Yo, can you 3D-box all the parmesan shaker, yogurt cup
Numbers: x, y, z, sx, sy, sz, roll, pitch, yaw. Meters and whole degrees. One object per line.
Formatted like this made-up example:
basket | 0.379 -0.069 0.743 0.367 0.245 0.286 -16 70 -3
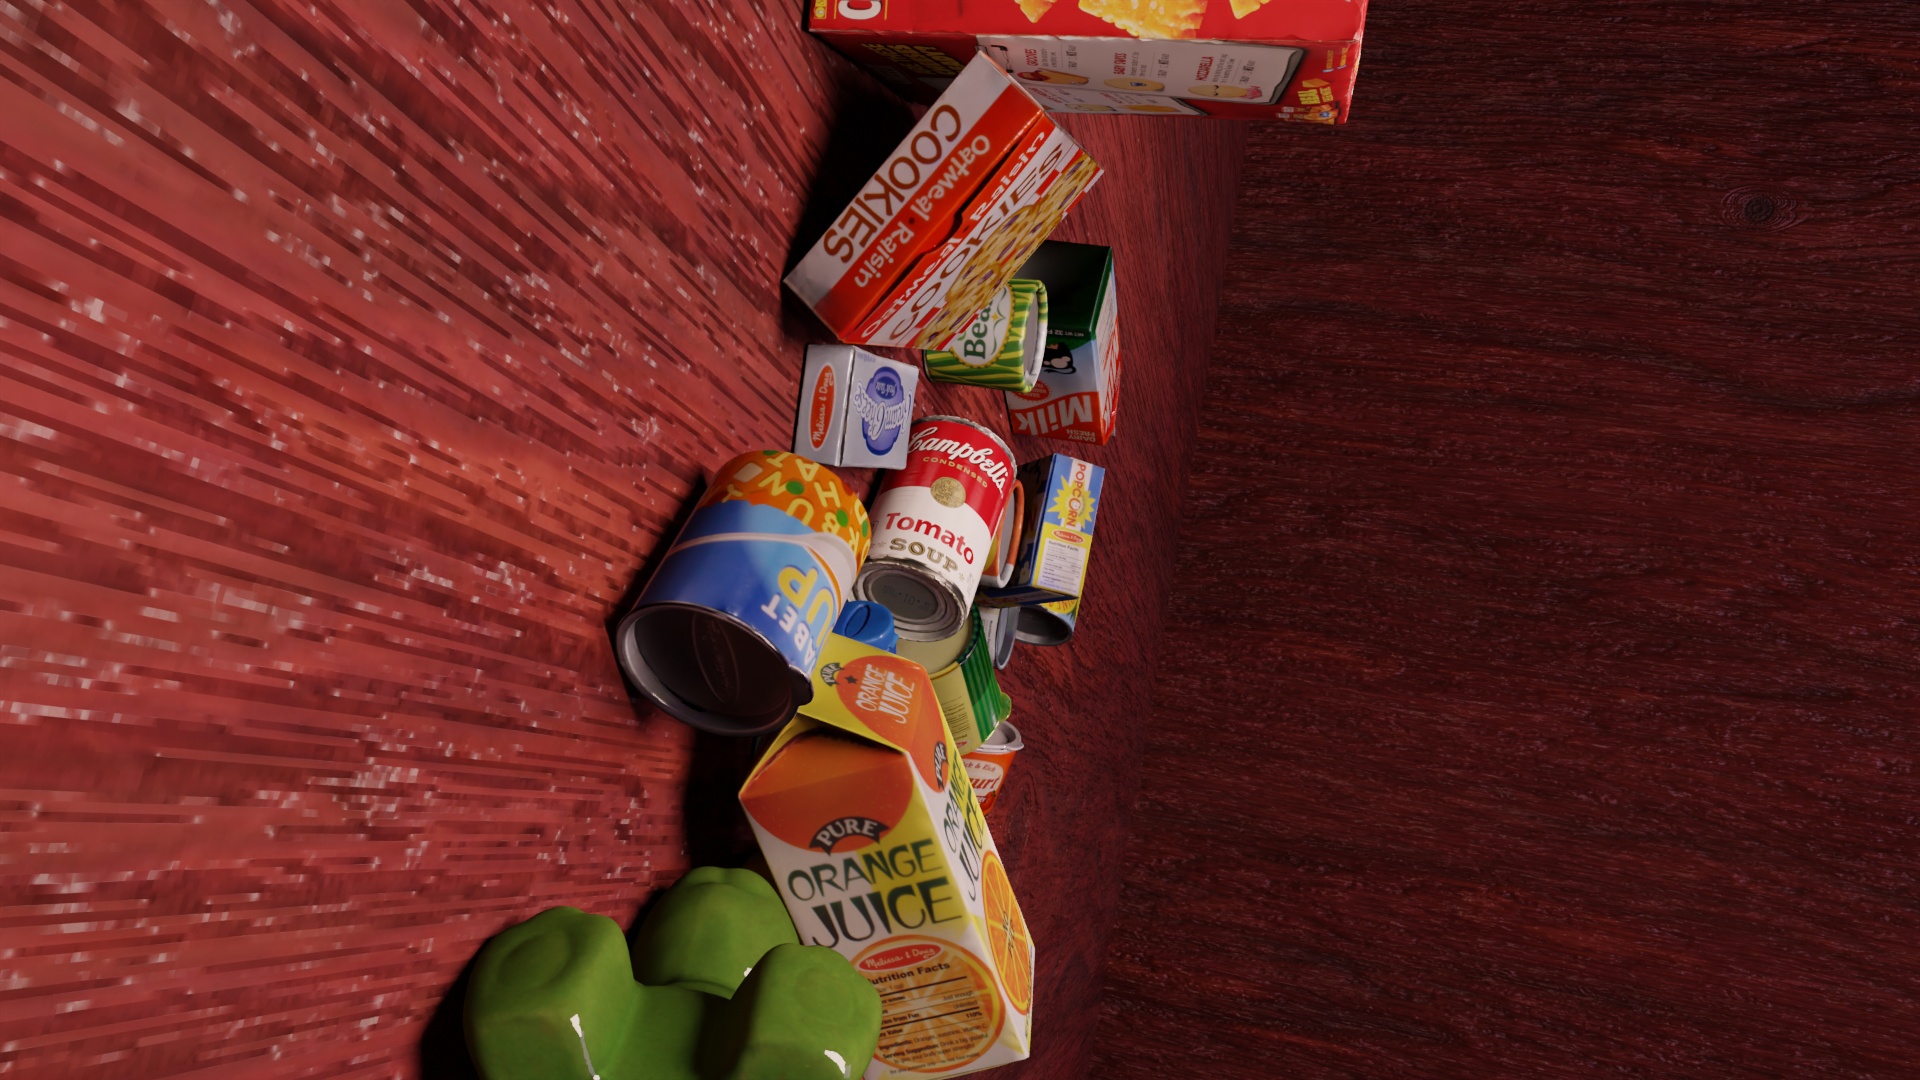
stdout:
parmesan shaker | -0.011 0.072 0.785 0.102 0.071 0.071 77 25 -57
yogurt cup | 0.000 0.143 0.902 0.072 0.072 0.053 -32 137 -73

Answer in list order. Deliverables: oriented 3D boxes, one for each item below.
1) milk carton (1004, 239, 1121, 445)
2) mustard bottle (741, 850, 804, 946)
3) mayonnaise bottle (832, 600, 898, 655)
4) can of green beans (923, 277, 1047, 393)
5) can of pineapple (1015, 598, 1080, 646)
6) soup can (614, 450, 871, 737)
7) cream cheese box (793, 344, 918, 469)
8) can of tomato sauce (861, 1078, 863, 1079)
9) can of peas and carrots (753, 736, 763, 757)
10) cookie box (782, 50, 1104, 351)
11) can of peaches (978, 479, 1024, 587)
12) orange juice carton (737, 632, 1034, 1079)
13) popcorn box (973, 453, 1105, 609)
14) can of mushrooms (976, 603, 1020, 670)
milk carton | 0.074 -0.130 1.011 0.189 0.072 0.074 71 31 -61
mustard bottle | -0.067 0.182 0.673 0.160 0.049 0.065 51 42 -73
mayonnaise bottle | -0.049 0.100 0.716 0.065 0.041 0.147 -65 158 -54
can of green beans | 0.015 -0.120 0.802 0.071 0.058 0.071 7 92 -77
can of pineapple | 0.061 0.041 1.073 0.070 0.071 0.058 76 25 -58
soup can | -0.072 0.018 0.497 0.084 0.071 0.071 -68 161 -45
cream cheese box | -0.047 -0.061 0.653 0.104 0.024 0.053 -8 107 -76
can of tomato sauce | -0.077 0.284 0.654 0.071 0.071 0.083 79 25 -56
can of peas and carrots | -0.056 0.092 0.639 0.071 0.059 0.071 7 92 -77
cookie box | 0.000 -0.144 0.629 0.122 0.040 0.168 -47 174 14
can of peaches | 0.003 -0.010 0.821 0.071 0.058 0.071 8 92 -77
orange juice carton | -0.033 0.123 0.571 0.072 0.073 0.192 -77 149 -69
popcorn box | 0.041 -0.003 0.894 0.126 0.038 0.085 165 -62 -66
can of mushrooms | 0.020 0.056 0.988 0.071 0.033 0.071 7 92 -76
